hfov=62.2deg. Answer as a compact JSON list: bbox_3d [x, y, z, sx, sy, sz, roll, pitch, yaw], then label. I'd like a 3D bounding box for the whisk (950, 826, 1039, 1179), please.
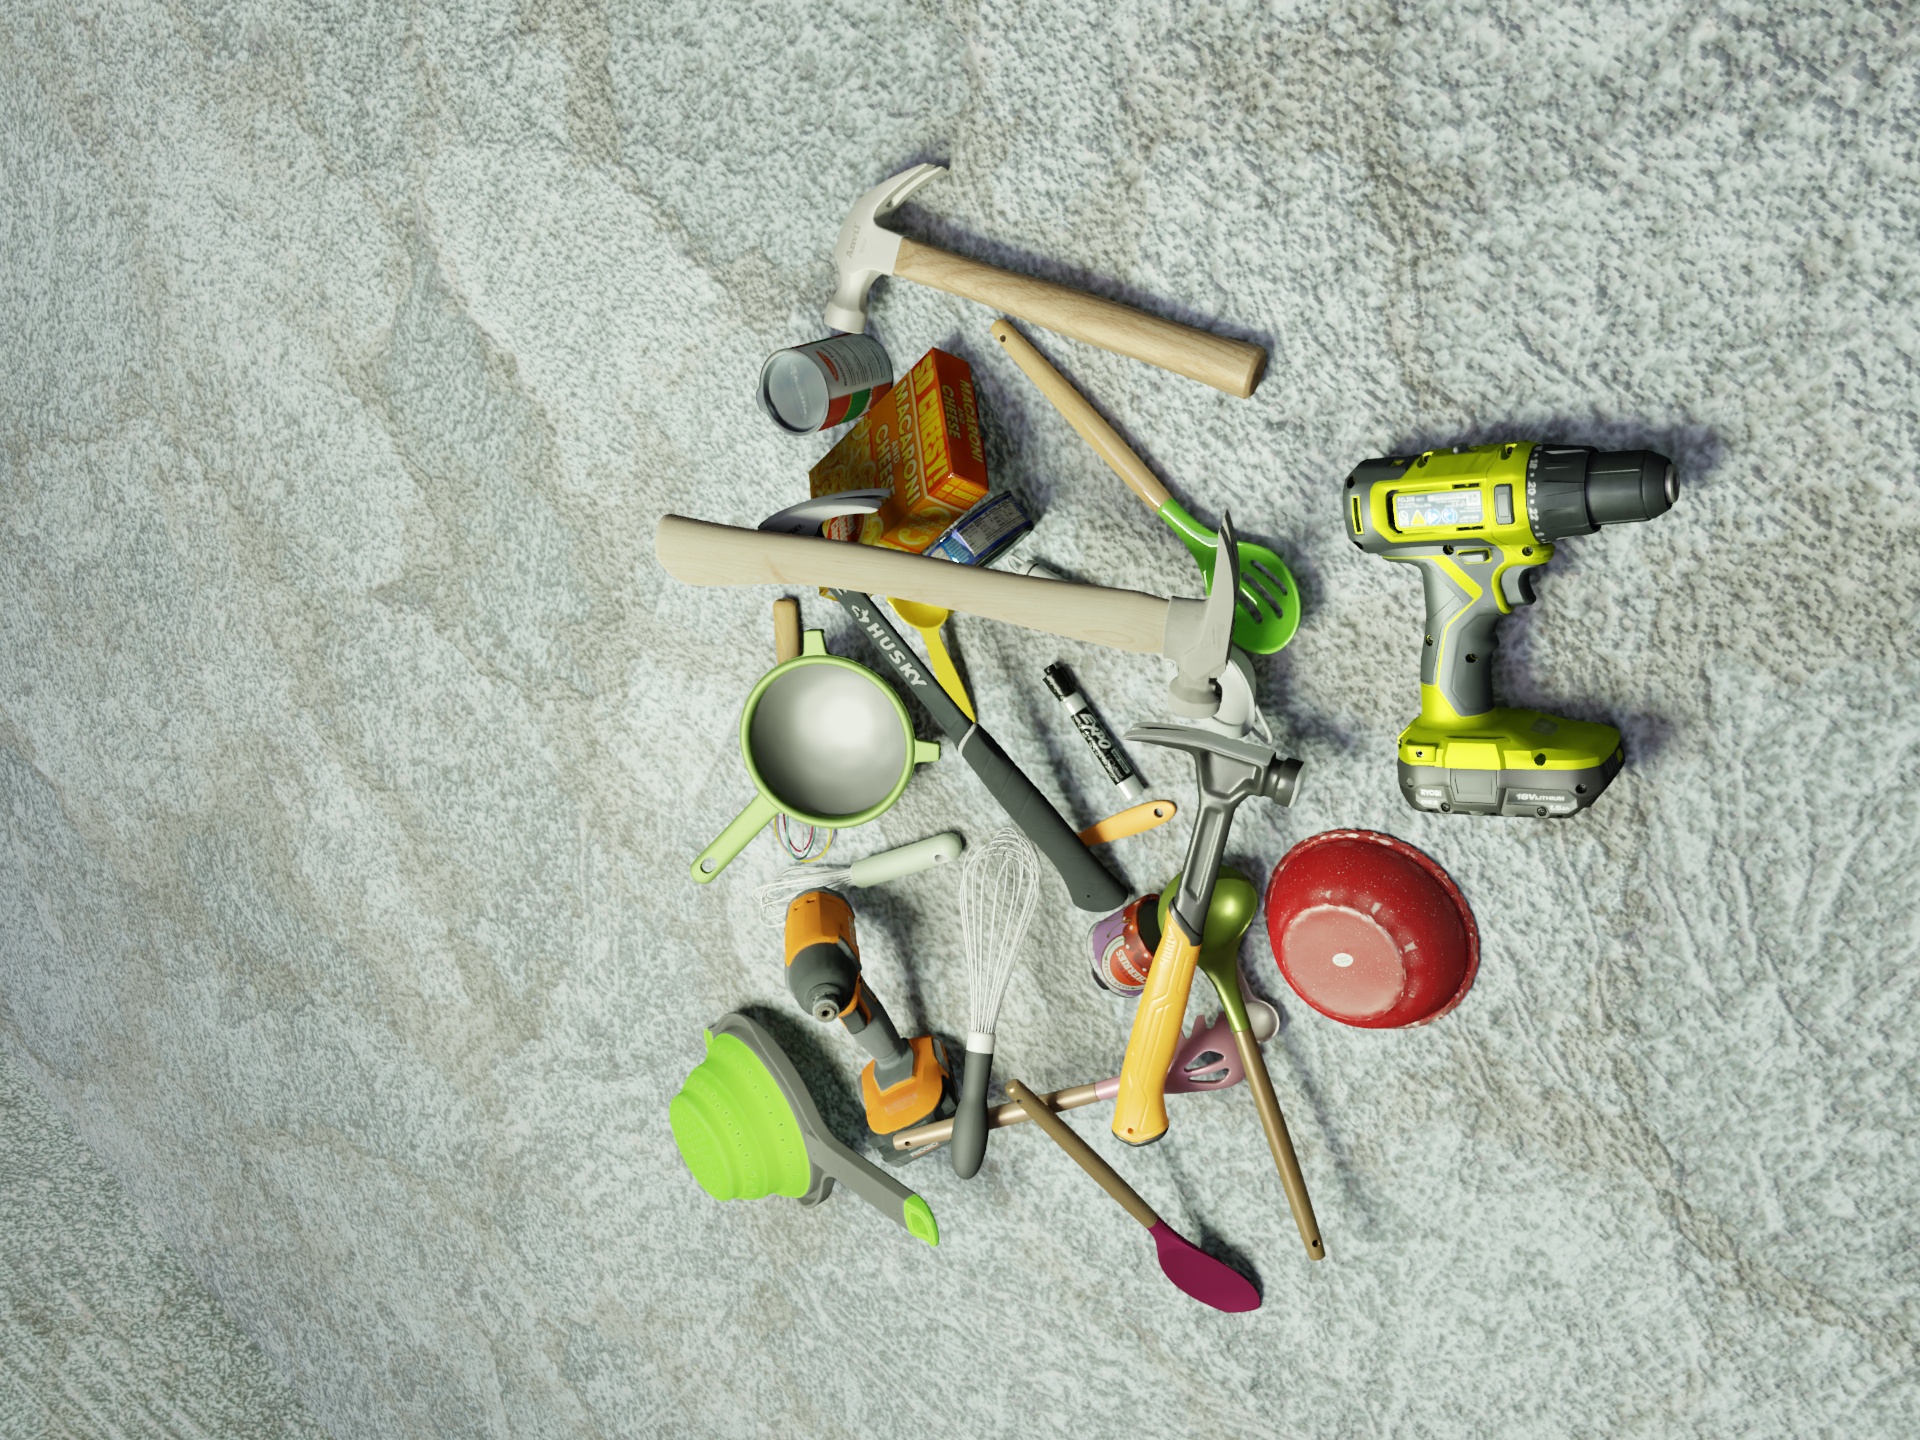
[{"bbox_3d":[0.021,0.228,1.290,0.070,0.070,0.285,4,84,34],"label":"whisk"}]

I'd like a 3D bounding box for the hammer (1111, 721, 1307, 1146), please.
[{"bbox_3d":[0.151,0.165,1.159,0.127,0.034,0.336,17,113,17],"label":"hammer"}]

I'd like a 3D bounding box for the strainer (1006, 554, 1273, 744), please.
[{"bbox_3d":[0.133,-0.062,1.159,0.259,0.050,0.086,33,147,26],"label":"strainer"}]

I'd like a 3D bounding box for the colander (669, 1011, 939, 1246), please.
[{"bbox_3d":[-0.167,0.407,1.471,0.397,0.094,0.204,16,123,51],"label":"colander"}]

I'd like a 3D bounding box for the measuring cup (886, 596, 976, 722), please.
[{"bbox_3d":[-0.011,-0.061,1.279,0.062,0.029,0.156,-2,121,36],"label":"measuring cup"}]

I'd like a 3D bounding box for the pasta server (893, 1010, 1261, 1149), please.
[{"bbox_3d":[0.088,0.303,1.286,0.316,0.040,0.060,-19,99,20],"label":"pasta server"}]

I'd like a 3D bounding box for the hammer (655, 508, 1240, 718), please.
[{"bbox_3d":[-0.016,-0.103,1.093,0.410,0.038,0.146,11,126,11],"label":"hammer"}]

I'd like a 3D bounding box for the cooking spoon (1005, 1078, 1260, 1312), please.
[{"bbox_3d":[0.141,0.395,1.305,0.069,0.017,0.318,-26,117,38],"label":"cooking spoon"}]

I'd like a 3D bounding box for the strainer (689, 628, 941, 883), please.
[{"bbox_3d":[-0.139,0.045,1.355,0.151,0.069,0.256,44,111,-3],"label":"strainer"}]

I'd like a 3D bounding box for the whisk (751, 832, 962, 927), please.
[{"bbox_3d":[-0.095,0.138,1.413,0.246,0.059,0.057,-20,135,36],"label":"whisk"}]

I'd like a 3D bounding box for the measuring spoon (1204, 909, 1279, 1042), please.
[{"bbox_3d":[0.210,0.192,1.237,0.034,0.018,0.124,-30,84,22],"label":"measuring spoon"}]

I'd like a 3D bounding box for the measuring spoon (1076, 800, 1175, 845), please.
[{"bbox_3d":[0.121,0.085,1.251,0.117,0.011,0.021,-24,95,40],"label":"measuring spoon"}]

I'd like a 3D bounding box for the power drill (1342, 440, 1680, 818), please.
[{"bbox_3d":[0.345,-0.060,0.985,0.191,0.080,0.228,1,108,36],"label":"power drill"}]

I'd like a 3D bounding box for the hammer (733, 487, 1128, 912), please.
[{"bbox_3d":[-0.002,-0.004,1.207,0.149,0.036,0.408,-27,112,36],"label":"hammer"}]

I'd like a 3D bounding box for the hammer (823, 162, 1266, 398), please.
[{"bbox_3d":[0.056,-0.293,1.105,0.331,0.031,0.130,24,111,22],"label":"hammer"}]

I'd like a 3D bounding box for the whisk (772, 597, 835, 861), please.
[{"bbox_3d":[-0.148,0.013,1.394,0.047,0.051,0.245,12,114,38],"label":"whisk"}]

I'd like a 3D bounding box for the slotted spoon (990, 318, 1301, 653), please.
[{"bbox_3d":[0.128,-0.172,1.122,0.314,0.031,0.070,49,130,10],"label":"slotted spoon"}]

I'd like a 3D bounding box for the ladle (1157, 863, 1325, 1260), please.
[{"bbox_3d":[0.224,0.260,1.199,0.078,0.062,0.320,-19,92,-6],"label":"ladle"}]

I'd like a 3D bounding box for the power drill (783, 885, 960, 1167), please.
[{"bbox_3d":[-0.080,0.268,1.359,0.084,0.164,0.226,-27,111,4],"label":"power drill"}]
